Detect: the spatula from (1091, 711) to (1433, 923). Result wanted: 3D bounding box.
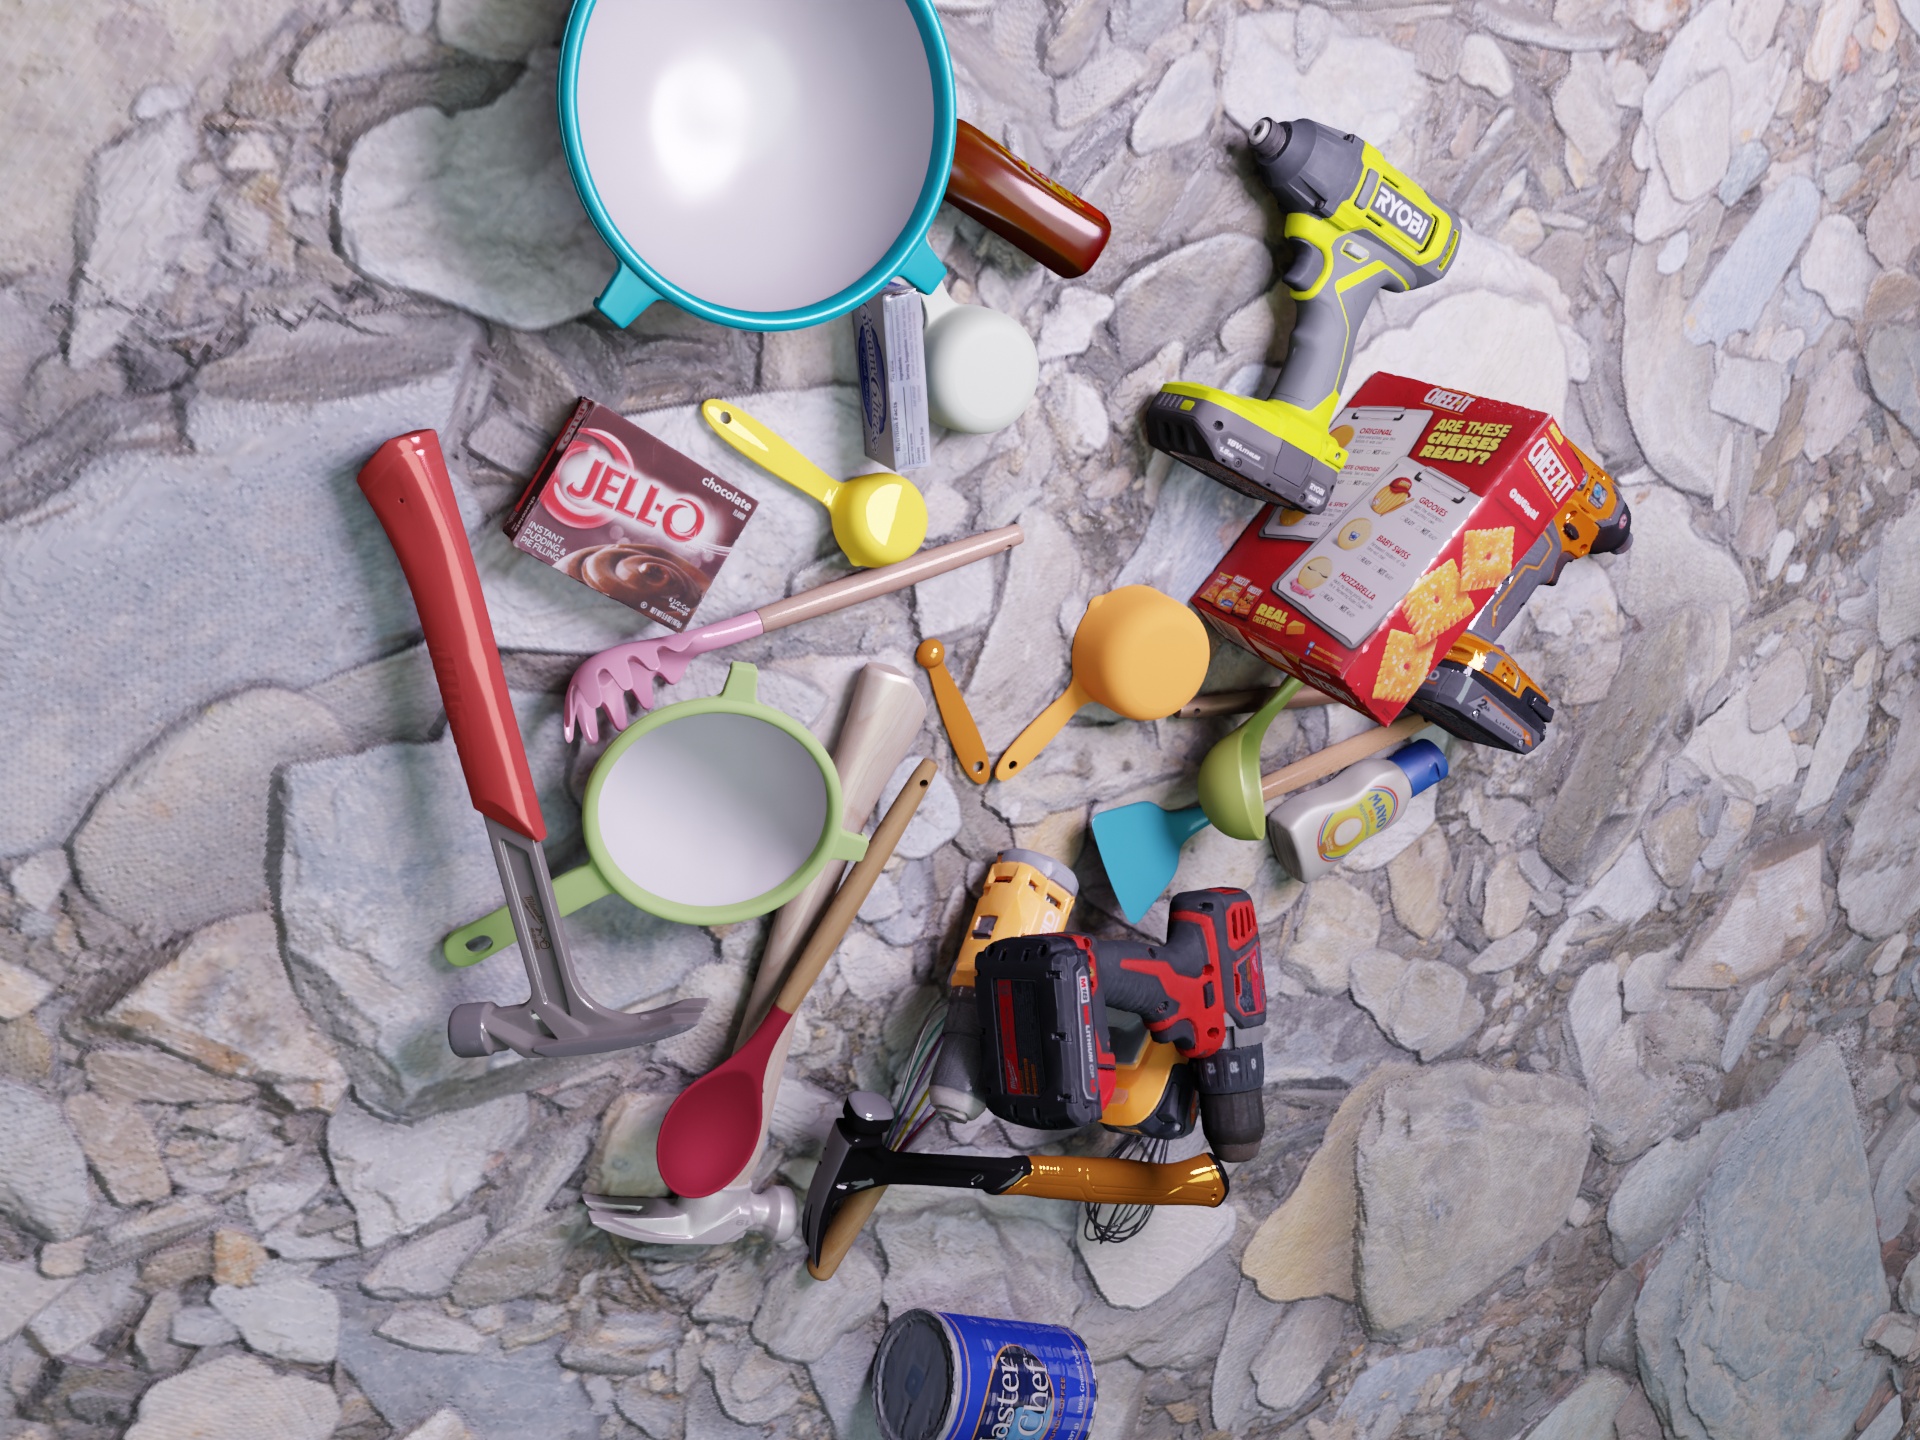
[{"bbox_3d":[0.234,0.051,1.175,0.317,0.044,0.082,-22,94,-19],"label":"spatula"}]

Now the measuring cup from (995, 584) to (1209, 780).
[{"bbox_3d":[0.096,-0.014,1.071,0.173,0.052,0.095,-45,124,-9],"label":"measuring cup"}]

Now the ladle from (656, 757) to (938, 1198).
[{"bbox_3d":[-0.100,0.160,1.009,0.069,0.031,0.315,30,91,-31],"label":"ladle"}]

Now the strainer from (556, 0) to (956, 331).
[{"bbox_3d":[-0.117,-0.371,0.793,0.211,0.095,0.340,-14,113,-26],"label":"strainer"}]

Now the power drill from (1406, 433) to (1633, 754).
[{"bbox_3d":[0.426,-0.095,1.197,0.164,0.084,0.226,26,86,-33],"label":"power drill"}]

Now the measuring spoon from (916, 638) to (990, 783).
[{"bbox_3d":[-0.002,-0.003,1.048,0.021,0.011,0.116,-31,121,-15],"label":"measuring spoon"}]

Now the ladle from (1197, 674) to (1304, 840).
[{"bbox_3d":[0.270,-0.052,1.135,0.320,0.062,0.078,-53,146,-11],"label":"ladle"}]

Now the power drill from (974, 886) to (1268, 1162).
[{"bbox_3d":[0.122,0.213,1.050,0.226,0.080,0.188,-3,86,-41],"label":"power drill"}]

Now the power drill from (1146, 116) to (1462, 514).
[{"bbox_3d":[0.216,-0.262,1.029,0.171,0.080,0.223,20,95,-33],"label":"power drill"}]

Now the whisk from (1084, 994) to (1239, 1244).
[{"bbox_3d":[0.159,0.302,1.238,0.055,0.055,0.239,26,91,-34],"label":"whisk"}]

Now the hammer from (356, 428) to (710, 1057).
[{"bbox_3d":[-0.247,0.020,0.870,0.149,0.037,0.359,-8,107,6],"label":"hammer"}]

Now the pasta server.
[{"bbox_3d":[-0.094,-0.061,0.960,0.316,0.060,0.040,-21,73,-23],"label":"pasta server"}]

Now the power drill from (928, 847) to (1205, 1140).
[{"bbox_3d":[0.077,0.219,1.106,0.226,0.084,0.185,39,61,-33],"label":"power drill"}]

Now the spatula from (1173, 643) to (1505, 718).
[{"bbox_3d":[0.291,-0.021,1.197,0.315,0.018,0.059,-6,116,-28],"label":"spatula"}]

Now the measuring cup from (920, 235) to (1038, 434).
[{"bbox_3d":[-0.006,-0.243,0.934,0.083,0.038,0.167,-35,124,-12],"label":"measuring cup"}]

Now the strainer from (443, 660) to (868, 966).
[{"bbox_3d":[-0.194,0.068,0.951,0.256,0.069,0.151,-28,119,4],"label":"strainer"}]

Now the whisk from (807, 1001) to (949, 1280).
[{"bbox_3d":[-0.041,0.295,1.130,0.051,0.047,0.245,26,100,-24],"label":"whisk"}]

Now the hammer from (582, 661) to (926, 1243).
[{"bbox_3d":[-0.120,0.156,1.033,0.146,0.038,0.410,13,102,-30],"label":"hammer"}]

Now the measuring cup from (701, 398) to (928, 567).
[{"bbox_3d":[-0.082,-0.144,0.932,0.156,0.029,0.062,32,74,-30],"label":"measuring cup"}]

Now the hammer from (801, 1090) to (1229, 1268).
[{"bbox_3d":[0.051,0.335,1.145,0.336,0.034,0.127,11,110,-28],"label":"hammer"}]
